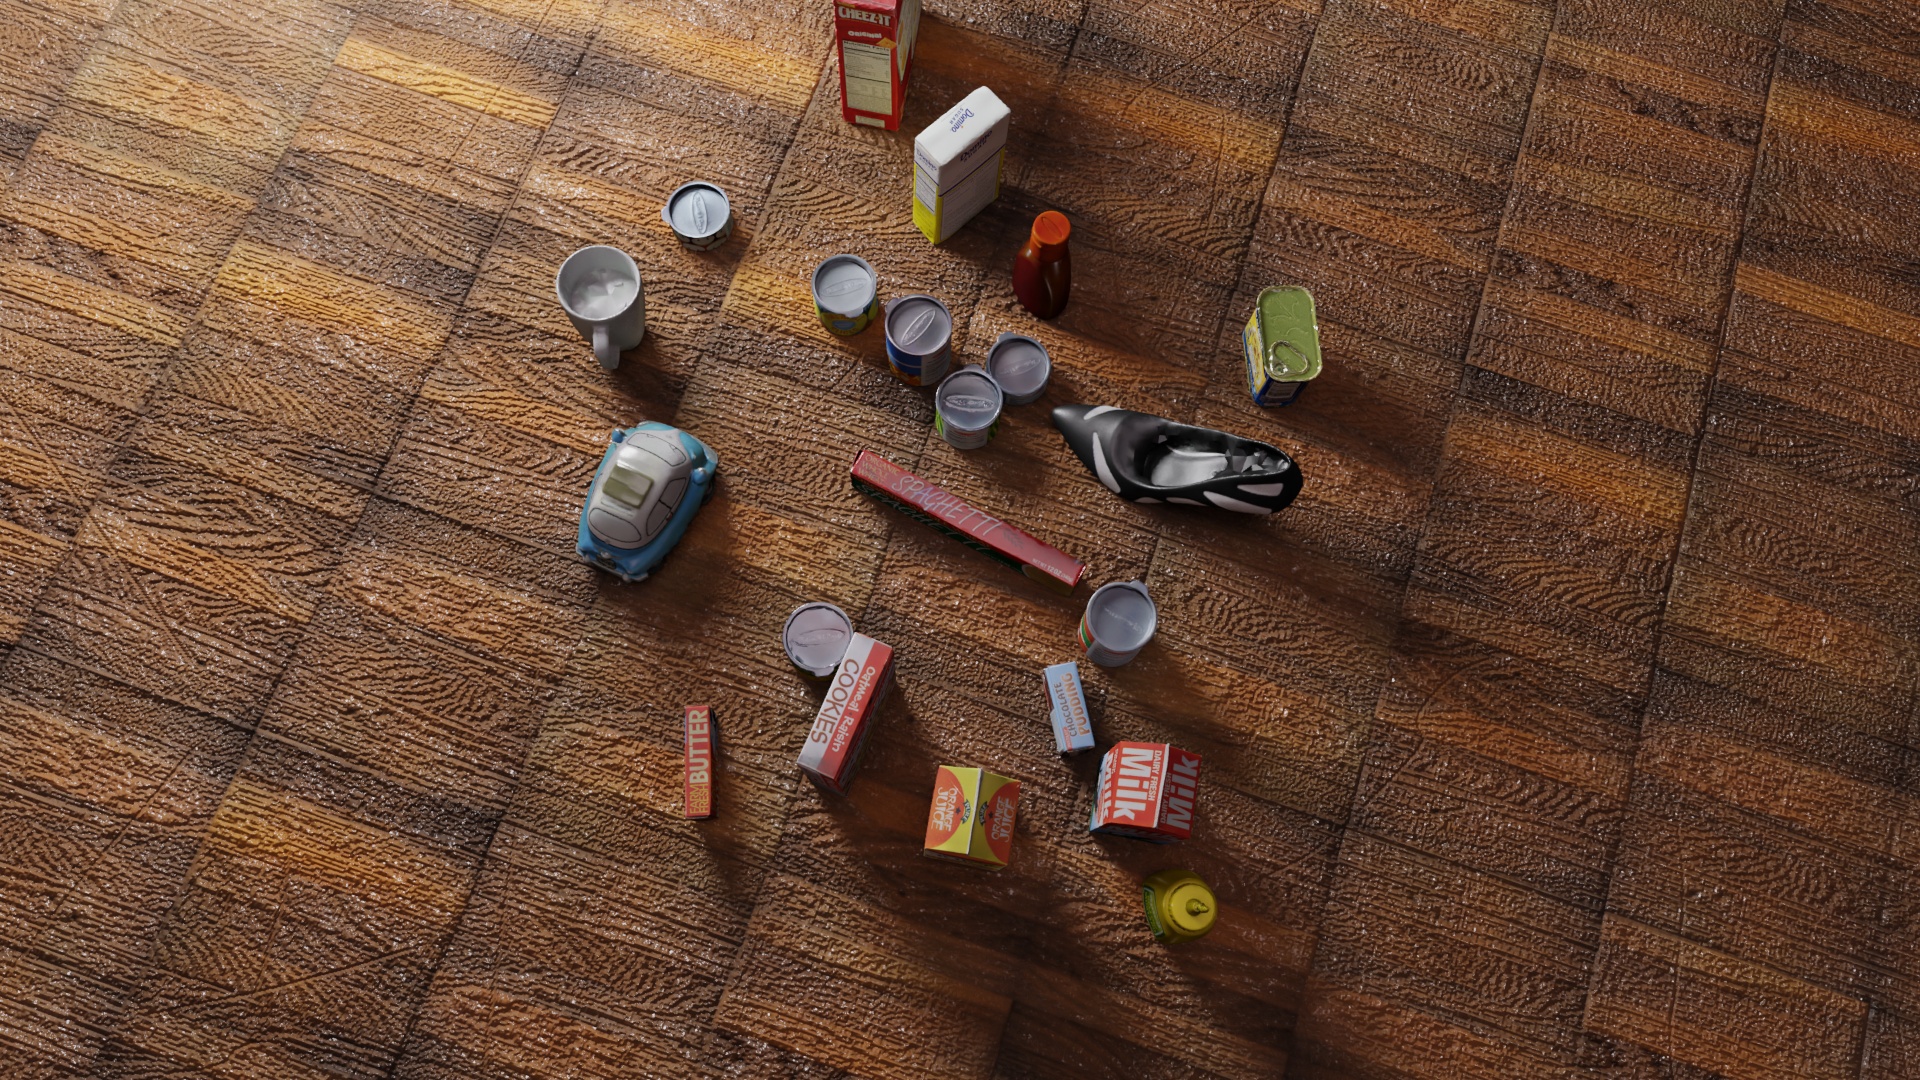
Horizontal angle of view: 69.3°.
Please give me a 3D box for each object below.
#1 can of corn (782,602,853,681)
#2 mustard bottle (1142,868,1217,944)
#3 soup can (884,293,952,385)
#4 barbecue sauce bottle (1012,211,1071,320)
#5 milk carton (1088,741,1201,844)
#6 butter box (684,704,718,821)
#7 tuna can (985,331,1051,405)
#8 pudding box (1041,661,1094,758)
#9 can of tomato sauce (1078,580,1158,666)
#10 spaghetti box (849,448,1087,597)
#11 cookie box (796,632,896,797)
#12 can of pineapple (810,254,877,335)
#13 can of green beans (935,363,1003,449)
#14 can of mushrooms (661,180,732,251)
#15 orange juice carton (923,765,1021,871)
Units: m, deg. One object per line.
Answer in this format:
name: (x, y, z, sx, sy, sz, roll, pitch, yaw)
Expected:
can of corn: (-0.133, 0.099, 1.317, 0.071, 0.058, 0.071, 0, 74, -2)
mustard bottle: (0.193, 0.319, 1.211, 0.049, 0.159, 0.065, -12, 75, -5)
soup can: (-0.044, -0.202, 1.393, 0.071, 0.083, 0.071, 0, 74, -2)
barbecue sauce bottle: (0.084, -0.276, 1.385, 0.044, 0.148, 0.065, -39, 79, -11)
milk carton: (0.163, 0.223, 1.222, 0.073, 0.190, 0.072, 10, 75, 1)
butter box: (-0.240, 0.207, 1.285, 0.024, 0.053, 0.104, -3, 74, -2)
tuna can: (0.057, -0.175, 1.415, 0.071, 0.032, 0.071, 0, 74, -2)
pudding box: (0.101, 0.160, 1.311, 0.030, 0.049, 0.084, -11, 75, -5)
can of tomato sauce: (0.148, 0.079, 1.319, 0.071, 0.083, 0.071, 0, 74, -2)
spaghetti box: (0.005, -0.017, 1.359, 0.250, 0.050, 0.029, 27, 75, 6)
cookie box: (-0.098, 0.160, 1.244, 0.040, 0.167, 0.123, 22, 75, 4)
can of pineapple: (-0.118, -0.248, 1.417, 0.071, 0.057, 0.071, 0, 74, -2)
can of green beans: (0.008, -0.131, 1.387, 0.071, 0.057, 0.071, 0, 74, -2)
can of mushrooms: (-0.274, -0.338, 1.451, 0.071, 0.033, 0.071, 0, 74, -2)
orange juice carton: (0.009, 0.243, 1.210, 0.073, 0.192, 0.072, 11, 75, 1)
